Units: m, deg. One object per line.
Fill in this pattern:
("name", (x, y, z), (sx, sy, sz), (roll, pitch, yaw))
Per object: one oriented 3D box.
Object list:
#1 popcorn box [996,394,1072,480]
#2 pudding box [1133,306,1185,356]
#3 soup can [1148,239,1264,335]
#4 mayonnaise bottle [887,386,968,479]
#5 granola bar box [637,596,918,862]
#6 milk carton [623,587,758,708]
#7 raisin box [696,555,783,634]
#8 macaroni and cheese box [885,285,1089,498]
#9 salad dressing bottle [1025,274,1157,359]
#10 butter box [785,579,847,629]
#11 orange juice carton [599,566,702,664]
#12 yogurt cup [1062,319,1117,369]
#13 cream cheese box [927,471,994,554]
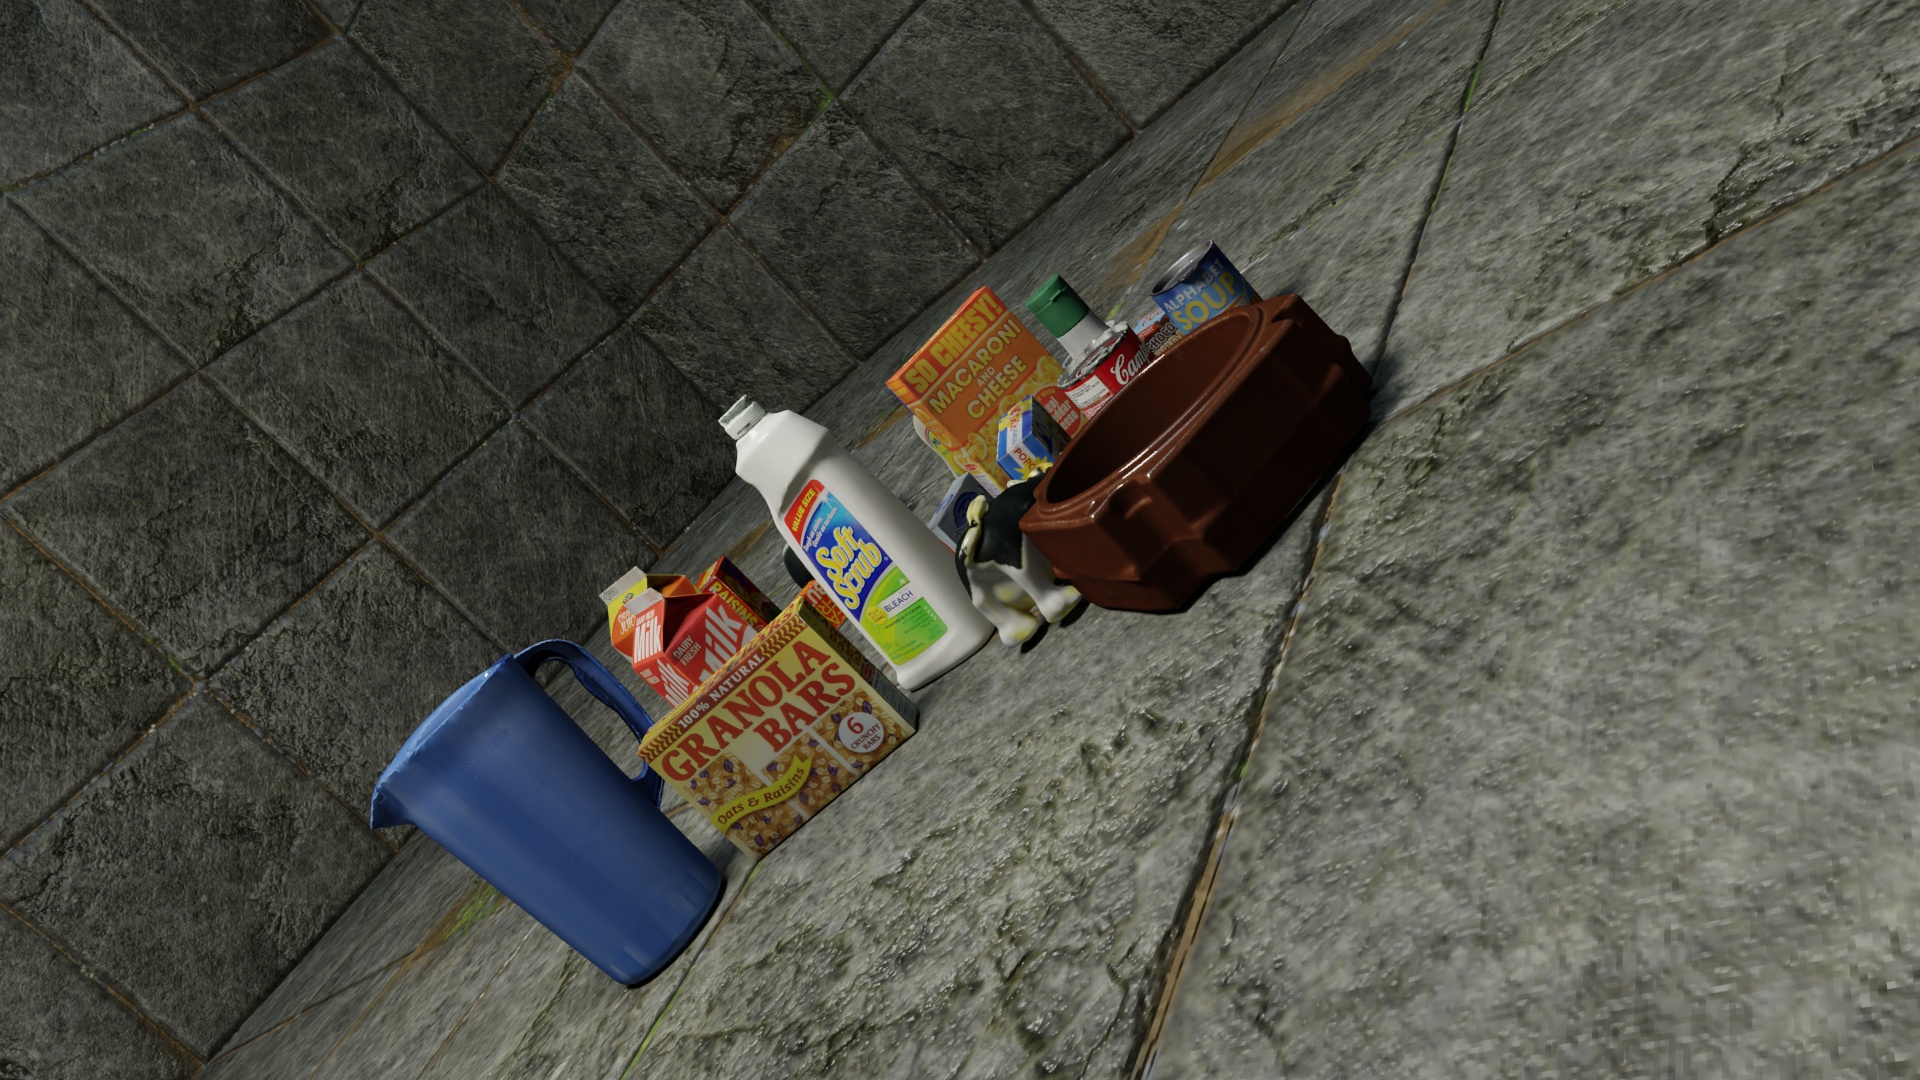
("popcorn box", (0.070, -0.062, 1.116), (0.038, 0.085, 0.127), (-41, 13, 15))
("pudding box", (0.197, -0.189, 1.216), (0.083, 0.049, 0.030), (-31, 18, 44))
("soup can", (0.203, -0.188, 1.114), (0.071, 0.083, 0.071), (-41, 13, 12))
("mayonnaise bottle", (-0.009, -0.109, 1.370), (0.064, 0.148, 0.041), (-33, 16, 40))
("granola bar box", (-0.132, 0.138, 1.009), (0.165, 0.124, 0.039), (-41, 13, 15))
("milk carton", (-0.198, 0.112, 1.148), (0.072, 0.190, 0.074), (-26, 21, 54))
("raisin box", (-0.230, 0.080, 1.501), (0.040, 0.123, 0.086), (-42, 13, 9))
("macaroni and cheese box", (0.034, -0.124, 1.243), (0.124, 0.166, 0.040), (-48, 13, -16))
("salad dressing bottle", (0.114, -0.148, 1.116), (0.064, 0.147, 0.044), (-45, 12, -6))
("butter box", (-0.162, 0.092, 1.413), (0.104, 0.053, 0.024), (-51, 14, -28))
("orange juice carton", (-0.276, 0.107, 1.398), (0.071, 0.192, 0.073), (-34, 16, 38))
("yogurt cup", (0.138, -0.167, 1.317), (0.072, 0.054, 0.072), (-41, 13, 12))
("cream cheese box", (0.004, -0.016, 1.244), (0.024, 0.053, 0.104), (-36, 15, 33))
